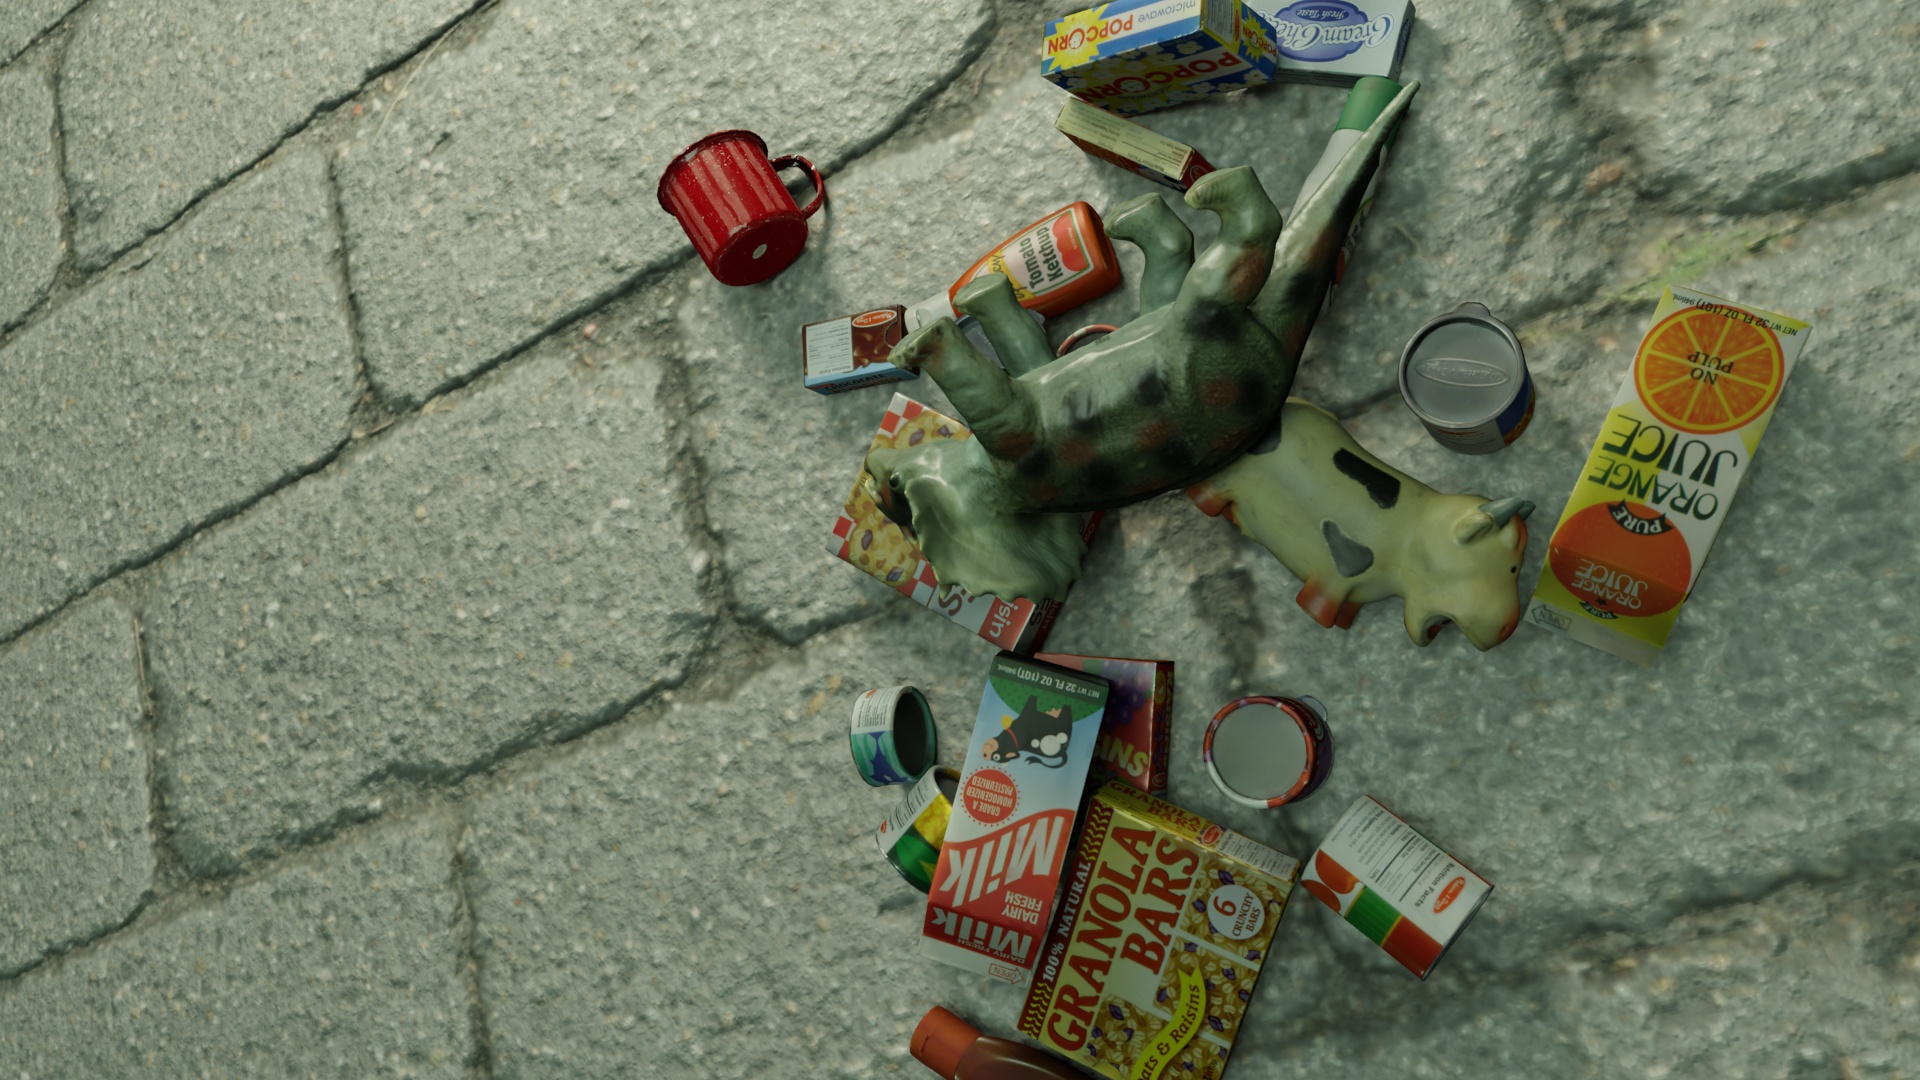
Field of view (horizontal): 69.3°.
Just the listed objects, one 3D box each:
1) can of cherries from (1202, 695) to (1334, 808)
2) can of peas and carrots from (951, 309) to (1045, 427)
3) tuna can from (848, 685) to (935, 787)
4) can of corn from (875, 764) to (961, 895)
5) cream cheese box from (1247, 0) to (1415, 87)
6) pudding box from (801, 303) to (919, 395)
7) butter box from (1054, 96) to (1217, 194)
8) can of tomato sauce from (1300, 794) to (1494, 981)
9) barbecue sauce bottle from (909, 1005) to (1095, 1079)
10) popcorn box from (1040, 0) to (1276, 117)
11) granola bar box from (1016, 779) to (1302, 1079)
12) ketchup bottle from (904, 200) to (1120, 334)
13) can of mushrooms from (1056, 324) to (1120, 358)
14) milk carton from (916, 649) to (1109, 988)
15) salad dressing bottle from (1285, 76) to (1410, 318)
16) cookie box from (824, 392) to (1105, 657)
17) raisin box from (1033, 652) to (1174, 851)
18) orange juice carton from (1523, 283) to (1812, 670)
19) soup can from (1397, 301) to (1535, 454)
[{"bbox_3d":[0.185,0.123,0.827,0.071,0.058,0.071,-4,82,26],"label":"can of cherries"},{"bbox_3d":[0.026,-0.115,0.927,0.071,0.058,0.071,-3,47,3],"label":"can of peas and carrots"},{"bbox_3d":[-0.044,0.134,0.936,0.033,0.071,0.071,-10,78,24],"label":"tuna can"},{"bbox_3d":[-0.010,0.192,0.911,0.071,0.071,0.058,45,103,24],"label":"can of corn"},{"bbox_3d":[0.231,-0.320,0.888,0.104,0.024,0.053,14,91,28],"label":"cream cheese box"},{"bbox_3d":[-0.073,-0.137,1.008,0.083,0.030,0.050,-8,78,25],"label":"pudding box"},{"bbox_3d":[0.116,-0.259,0.920,0.103,0.053,0.024,32,100,27],"label":"butter box"},{"bbox_3d":[0.245,0.196,0.784,0.083,0.071,0.071,37,99,26],"label":"can of tomato sauce"},{"bbox_3d":[0.036,0.348,0.876,0.149,0.043,0.065,25,94,28],"label":"barbecue sauce bottle"},{"bbox_3d":[0.126,-0.313,0.888,0.126,0.085,0.038,1,84,43],"label":"popcorn box"},{"bbox_3d":[0.115,0.243,0.826,0.124,0.039,0.165,21,105,20],"label":"granola bar box"},{"bbox_3d":[0.033,-0.173,0.954,0.148,0.043,0.065,-23,70,22],"label":"ketchup bottle"},{"bbox_3d":[0.097,-0.109,0.919,0.071,0.033,0.071,-4,80,27],"label":"can of mushrooms"},{"bbox_3d":[0.032,0.167,0.833,0.072,0.073,0.190,16,90,6],"label":"milk carton"},{"bbox_3d":[0.232,-0.211,0.853,0.044,0.064,0.147,23,85,16],"label":"salad dressing bottle"},{"bbox_3d":[0.003,-0.012,0.947,0.168,0.040,0.123,28,95,28],"label":"cookie box"},{"bbox_3d":[0.088,0.135,0.884,0.086,0.040,0.123,2,84,27],"label":"raisin box"},{"bbox_3d":[0.376,-0.031,0.746,0.072,0.073,0.192,25,94,27],"label":"orange juice carton"},{"bbox_3d":[0.290,-0.090,0.791,0.071,0.084,0.071,-4,81,26],"label":"soup can"}]
